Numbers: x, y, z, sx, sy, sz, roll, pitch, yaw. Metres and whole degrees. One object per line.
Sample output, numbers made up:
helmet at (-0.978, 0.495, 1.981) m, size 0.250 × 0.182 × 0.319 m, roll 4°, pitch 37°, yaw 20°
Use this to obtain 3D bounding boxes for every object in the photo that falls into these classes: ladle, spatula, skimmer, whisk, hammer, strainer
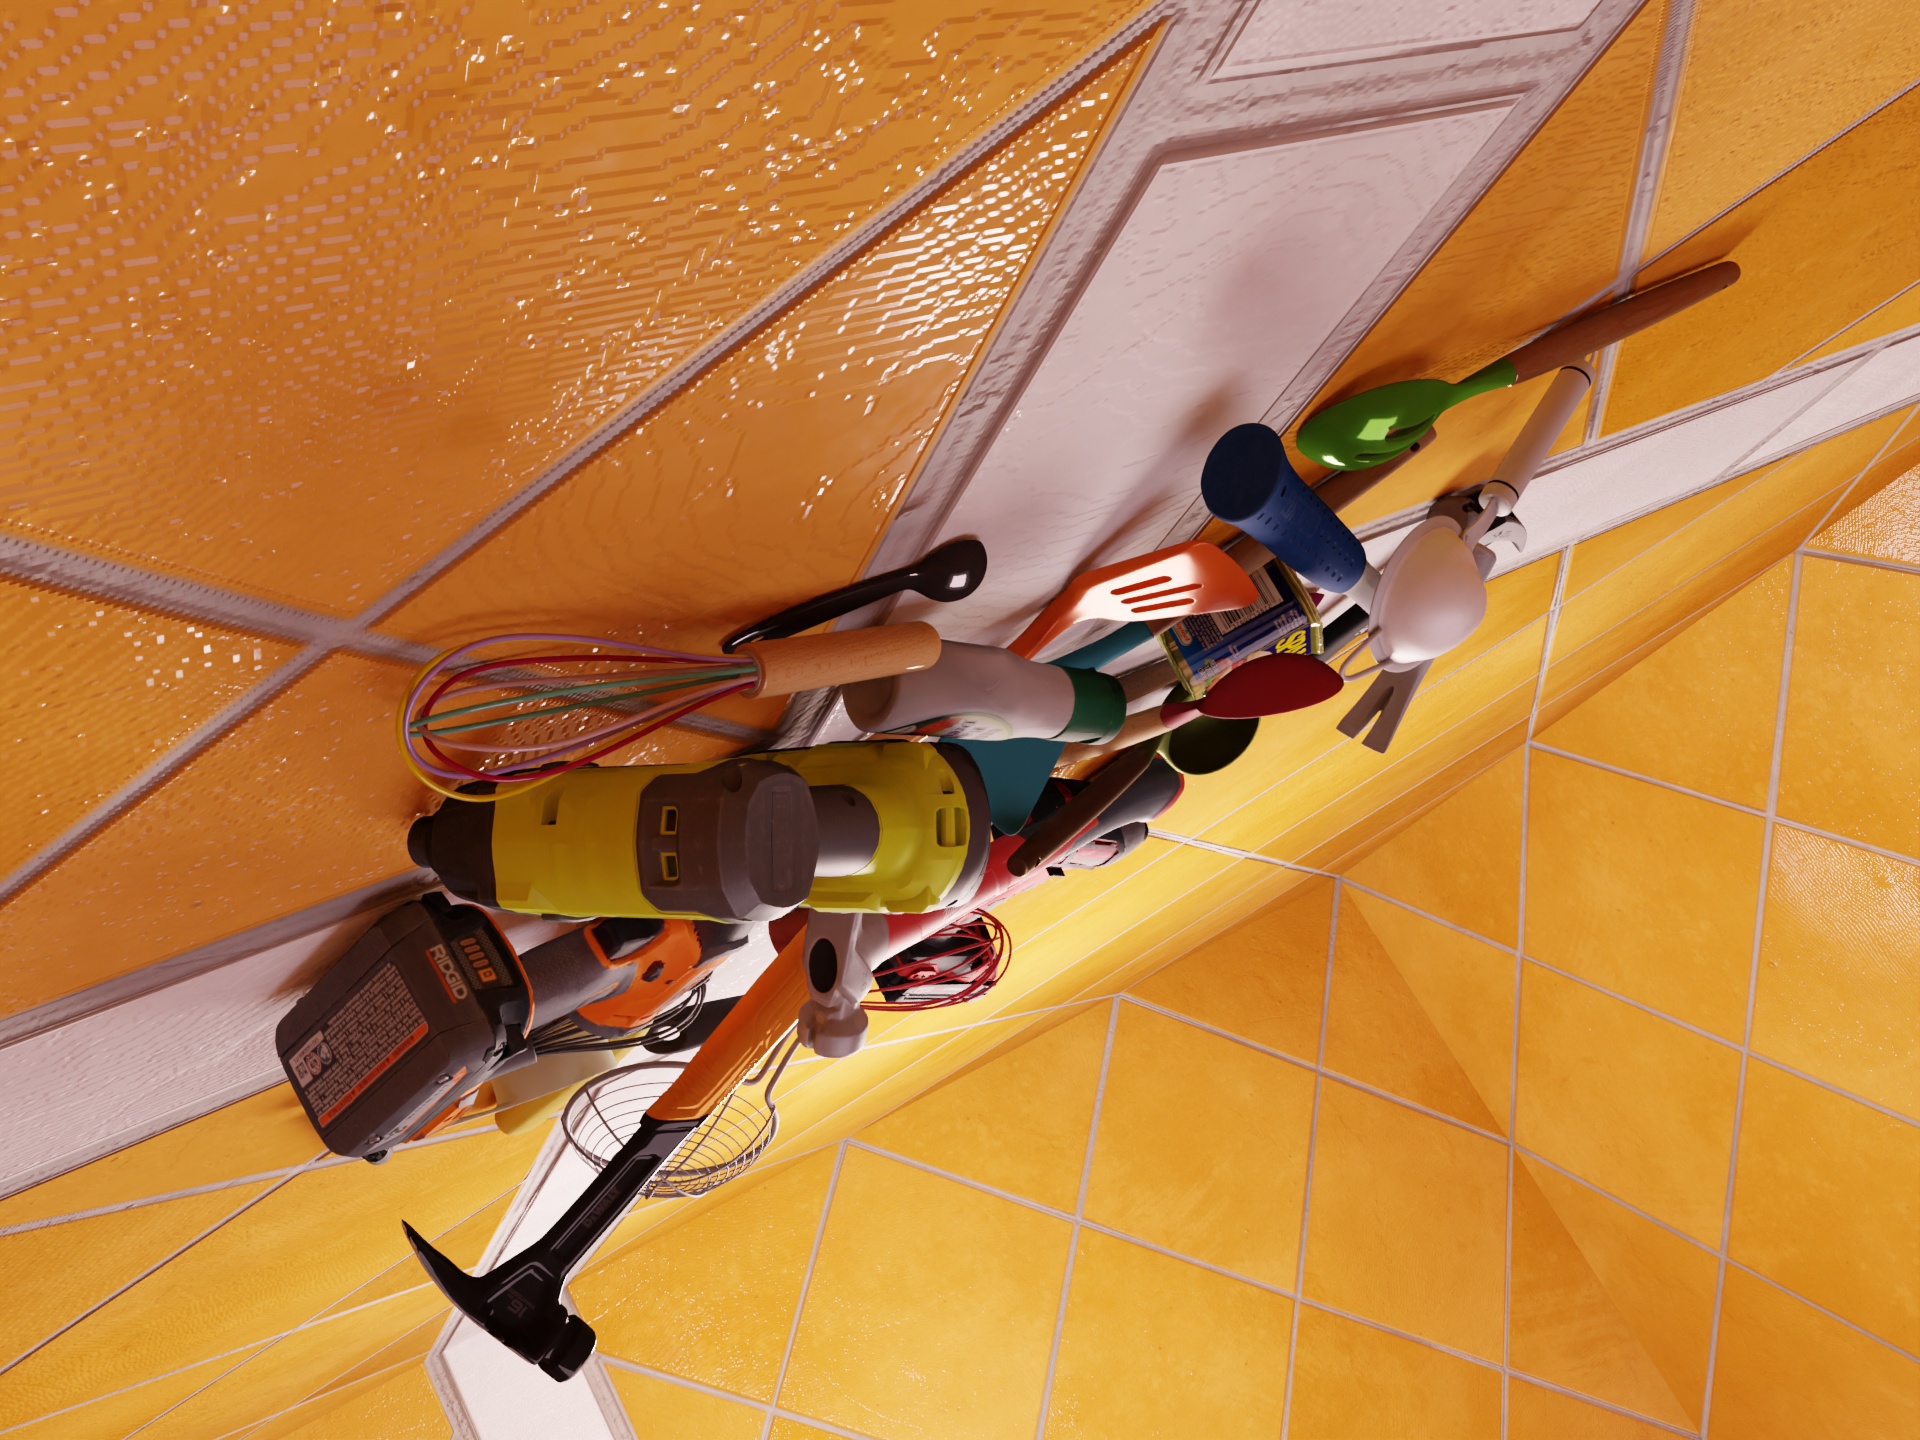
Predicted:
ladle at (0.110, 0.002, 0.916) m, size 0.069 × 0.031 × 0.315 m, roll -20°, pitch 179°, yaw -25°
spatula at (-0.001, -0.003, 0.815) m, size 0.322 × 0.041 × 0.081 m, roll -34°, pitch 149°, yaw 16°
skimmer at (-0.091, 0.145, 0.982) m, size 0.363 × 0.090 × 0.127 m, roll -50°, pitch 130°, yaw -12°
whisk at (-0.099, 0.190, 1.119) m, size 0.296 × 0.073 × 0.073 m, roll -19°, pitch 169°, yaw 18°
ladle at (0.113, 0.037, 0.992) m, size 0.320 × 0.062 × 0.078 m, roll -33°, pitch 142°, yaw -57°
hammer at (0.039, 0.069, 0.972) m, size 0.386 × 0.038 × 0.143 m, roll -22°, pitch 129°, yaw -53°
strainer at (0.287, -0.114, 0.854) m, size 0.258 × 0.050 × 0.086 m, roll -53°, pitch 138°, yaw -19°
spatula at (0.127, -0.060, 0.862) m, size 0.317 × 0.044 × 0.082 m, roll -36°, pitch 124°, yaw 7°
hammer at (0.265, -0.054, 1.160) m, size 0.146 × 0.035 × 0.334 m, roll -10°, pitch 154°, yaw -51°
whisk at (-0.258, 0.191, 0.946) m, size 0.239 × 0.055 × 0.055 m, roll -18°, pitch 161°, yaw -23°
hammer at (0.204, -0.071, 0.836) m, size 0.144 × 0.035 × 0.405 m, roll -63°, pitch 153°, yaw 6°
hammer at (-0.148, 0.197, 0.886) m, size 0.337 × 0.127 × 0.034 m, roll -47°, pitch -153°, yaw -17°
whisk at (-0.096, -0.012, 0.588) m, size 0.245 × 0.047 × 0.051 m, roll -12°, pitch 164°, yaw -47°

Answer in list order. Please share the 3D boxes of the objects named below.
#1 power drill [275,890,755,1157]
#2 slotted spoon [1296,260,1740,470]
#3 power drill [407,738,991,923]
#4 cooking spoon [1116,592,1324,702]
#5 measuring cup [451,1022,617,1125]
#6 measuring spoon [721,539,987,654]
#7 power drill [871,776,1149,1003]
power drill at (-0.190, 0.116, 0.770) m, size 0.164 × 0.084 × 0.226 m, roll -40°, pitch 166°, yaw 29°
slotted spoon at (0.301, -0.189, 0.822) m, size 0.314 × 0.031 × 0.070 m, roll -25°, pitch 167°, yaw -24°
power drill at (-0.099, 0.046, 0.662) m, size 0.171 × 0.080 × 0.223 m, roll -2°, pitch 177°, yaw 27°
cooking spoon at (0.116, -0.024, 1.006) m, size 0.319 × 0.017 × 0.068 m, roll -22°, pitch 162°, yaw -30°
measuring cup at (-0.290, 0.221, 0.972) m, size 0.167 × 0.038 × 0.083 m, roll -11°, pitch 169°, yaw -45°
measuring spoon at (-0.040, -0.045, 0.654) m, size 0.124 × 0.018 × 0.034 m, roll -23°, pitch 163°, yaw -25°
power drill at (0.035, 0.122, 1.176) m, size 0.143 × 0.079 × 0.219 m, roll 9°, pitch 136°, yaw -47°
